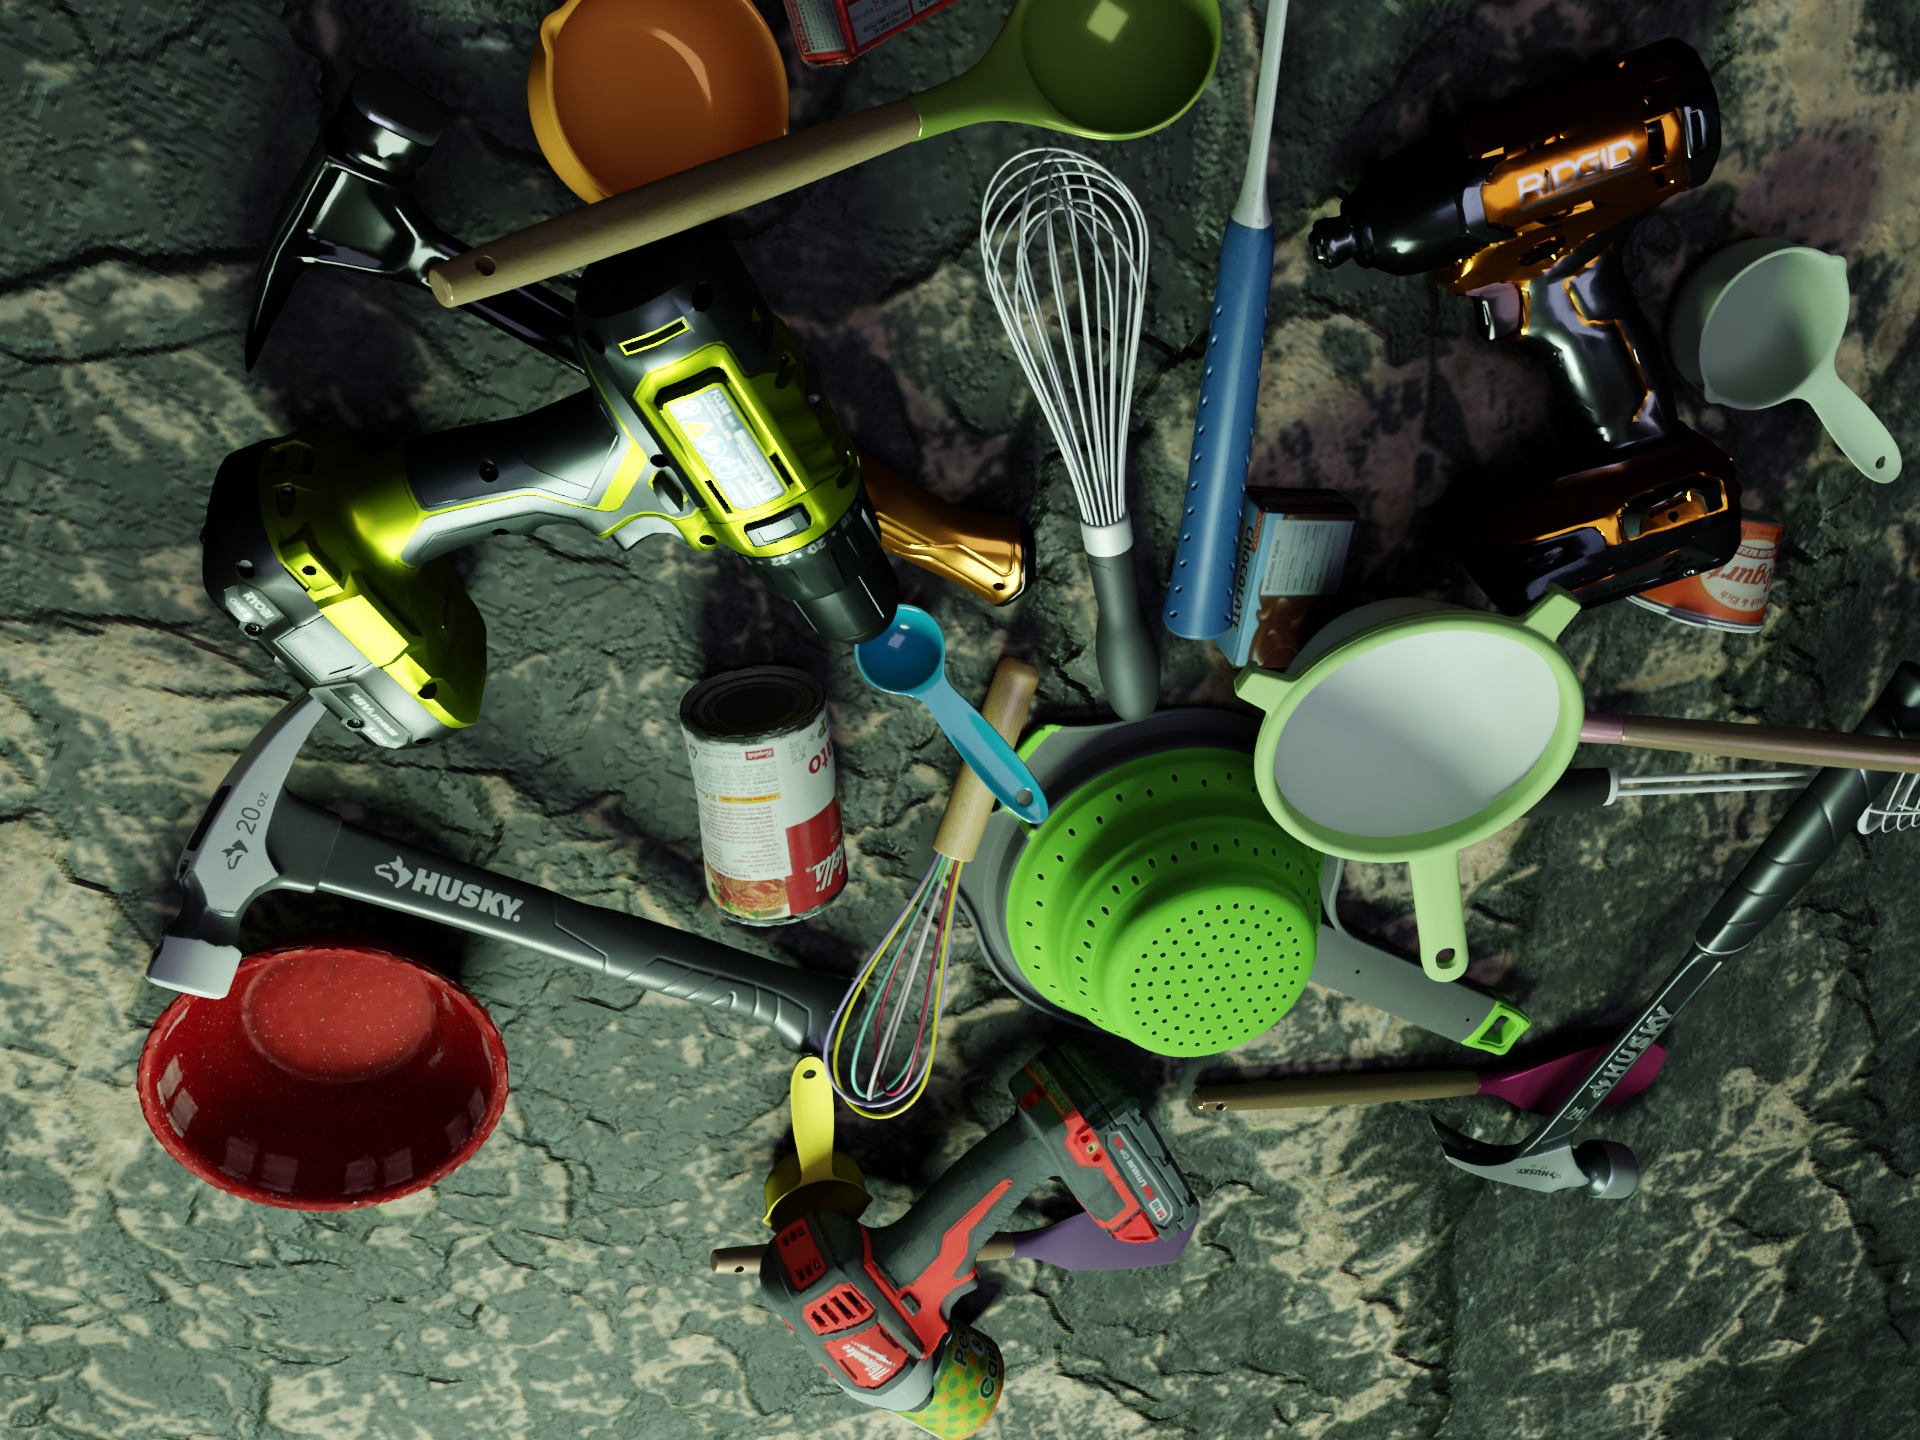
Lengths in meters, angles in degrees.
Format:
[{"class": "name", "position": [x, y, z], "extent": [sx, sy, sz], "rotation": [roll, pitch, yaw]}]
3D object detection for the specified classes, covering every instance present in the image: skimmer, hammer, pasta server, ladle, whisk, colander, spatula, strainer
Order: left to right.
[{"class": "hammer", "position": [-0.180, 0.092, 0.738], "extent": [0.334, 0.035, 0.146], "rotation": [25, 73, -35]}, {"class": "hammer", "position": [-0.108, -0.121, 0.647], "extent": [0.336, 0.034, 0.127], "rotation": [24, 132, -31]}, {"class": "ladle", "position": [-0.032, -0.203, 0.542], "extent": [0.320, 0.062, 0.078], "rotation": [-32, 99, -30]}, {"class": "whisk", "position": [-0.007, 0.086, 0.782], "extent": [0.051, 0.047, 0.245], "rotation": [11, 104, -39]}, {"class": "spatula", "position": [0.006, 0.306, 0.931], "extent": [0.315, 0.018, 0.059], "rotation": [6, 117, -27]}, {"class": "whisk", "position": [0.059, -0.112, 0.701], "extent": [0.070, 0.070, 0.284], "rotation": [-17, 127, -5]}, {"class": "hammer", "position": [0.116, -0.207, 0.628], "extent": [0.035, 0.144, 0.405], "rotation": [0, 127, -1]}, {"class": "colander", "position": [0.181, 0.132, 0.847], "extent": [0.396, 0.095, 0.204], "rotation": [25, 111, -26]}, {"class": "strainer", "position": [0.223, 0.030, 0.786], "extent": [0.151, 0.069, 0.256], "rotation": [-15, 131, 8]}, {"class": "pasta server", "position": [0.357, 0.011, 0.787], "extent": [0.316, 0.040, 0.060], "rotation": [6, 118, 14]}, {"class": "hammer", "position": [0.410, 0.133, 0.888], "extent": [0.149, 0.036, 0.408], "rotation": [10, 126, -17]}, {"class": "skimmer", "position": [0.406, 0.015, 0.878], "extent": [0.363, 0.090, 0.127], "rotation": [-3, 129, -2]}]

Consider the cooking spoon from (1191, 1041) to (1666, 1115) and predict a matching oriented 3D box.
[{"class": "cooking spoon", "position": [0.291, 0.222, 0.973], "extent": [0.318, 0.017, 0.068], "rotation": [0, 127, -15]}]

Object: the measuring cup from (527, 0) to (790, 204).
[{"class": "measuring cup", "position": [-0.098, -0.265, 0.576], "extent": [0.095, 0.052, 0.173], "rotation": [18, 91, -30]}]

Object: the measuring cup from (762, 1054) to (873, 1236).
[{"class": "measuring cup", "position": [-0.081, 0.223, 0.857], "extent": [0.062, 0.029, 0.156], "rotation": [-8, 129, -12]}]

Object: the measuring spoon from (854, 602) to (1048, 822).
[{"class": "measuring spoon", "position": [-0.001, -0.002, 0.746], "extent": [0.042, 0.021, 0.128], "rotation": [-38, 103, 6]}]

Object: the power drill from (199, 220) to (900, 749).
[{"class": "power drill", "position": [-0.147, -0.071, 0.617], "extent": [0.228, 0.080, 0.190], "rotation": [-19, 138, 11]}]

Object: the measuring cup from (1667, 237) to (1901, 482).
[{"class": "measuring cup", "position": [0.403, -0.167, 0.768], "extent": [0.167, 0.038, 0.083], "rotation": [32, 107, -30]}]

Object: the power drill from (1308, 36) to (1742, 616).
[{"class": "power drill", "position": [0.253, -0.160, 0.704], "extent": [0.164, 0.084, 0.226], "rotation": [-18, 119, 7]}]

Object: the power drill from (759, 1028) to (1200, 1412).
[{"class": "power drill", "position": [0.012, 0.285, 0.873], "extent": [0.219, 0.079, 0.143], "rotation": [-34, 119, -8]}]
